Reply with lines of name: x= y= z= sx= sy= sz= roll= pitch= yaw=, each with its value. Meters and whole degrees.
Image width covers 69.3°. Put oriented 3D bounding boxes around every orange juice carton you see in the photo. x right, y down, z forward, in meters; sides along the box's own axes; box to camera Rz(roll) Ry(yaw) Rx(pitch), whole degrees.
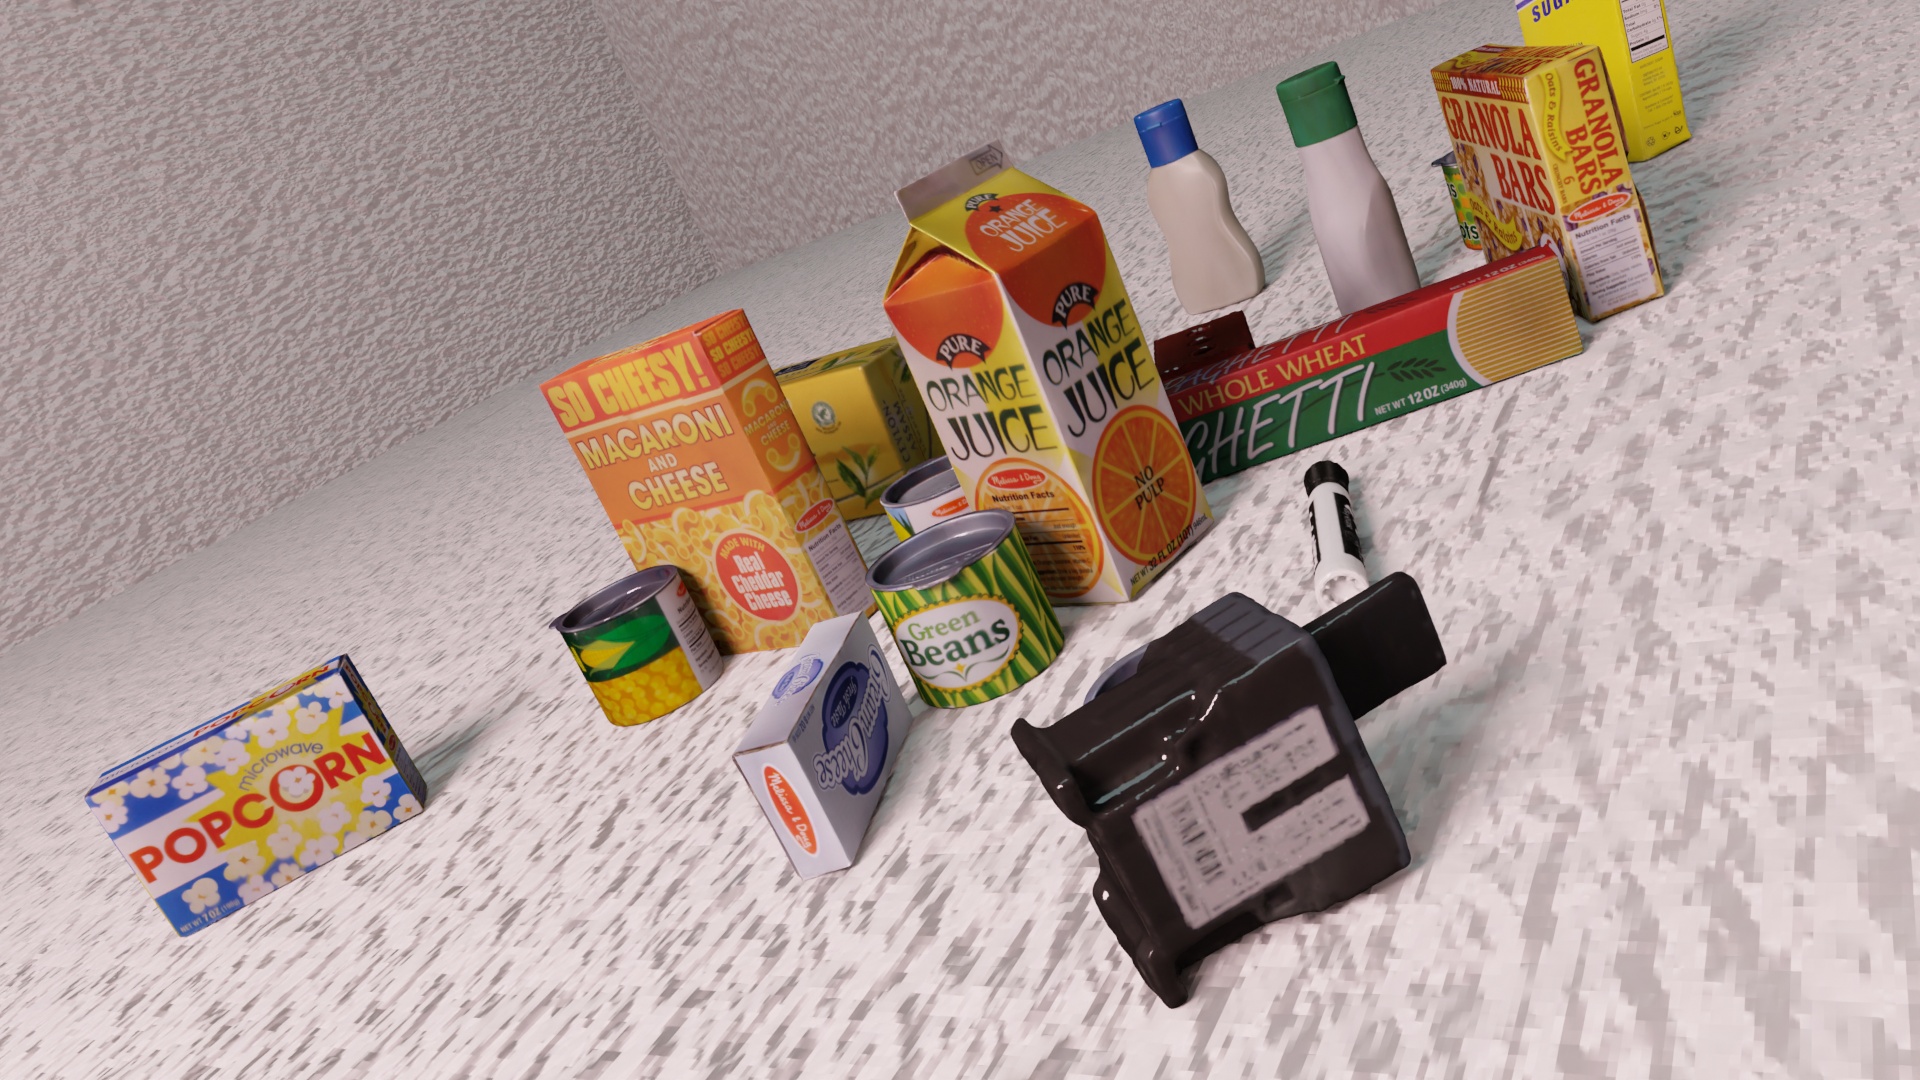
orange juice carton: x=0.032 y=-0.071 z=0.597 sx=0.073 sy=0.192 sz=0.072 roll=-5 pitch=25 yaw=47

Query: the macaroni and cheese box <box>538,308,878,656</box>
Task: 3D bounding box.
macaroni and cheese box: x=-0.127 y=-0.023 z=0.705 sx=0.123 sy=0.166 sz=0.040 roll=-10 pitch=22 yaw=38

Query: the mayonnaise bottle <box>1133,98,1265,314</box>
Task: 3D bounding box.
mayonnaise bottle: x=0.167 y=-0.239 z=0.994 sx=0.064 sy=0.147 sz=0.041 roll=-13 pitch=20 yaw=32

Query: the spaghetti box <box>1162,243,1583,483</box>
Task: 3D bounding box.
spaghetti box: x=0.164 y=-0.072 z=0.668 sx=0.250 sy=0.050 sz=0.029 roll=-19 pitch=17 yaw=14

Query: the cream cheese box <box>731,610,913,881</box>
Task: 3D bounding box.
cream cheese box: x=-0.048 y=0.072 z=0.511 sx=0.024 sy=0.053 sz=0.104 roll=-18 pitch=18 yaw=17

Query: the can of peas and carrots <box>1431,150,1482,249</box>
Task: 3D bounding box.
can of peas and carrots: x=0.337 y=-0.220 z=0.866 sx=0.071 sy=0.058 sz=0.071 roll=-22 pitch=17 yaw=7

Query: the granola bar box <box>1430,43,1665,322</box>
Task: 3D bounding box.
granola bar box: x=0.299 y=-0.191 z=0.719 sx=0.039 sy=0.124 sz=0.166 roll=-21 pitch=17 yaw=10

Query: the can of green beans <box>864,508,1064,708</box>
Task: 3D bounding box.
can of green beans: x=0.002 y=0.028 z=0.570 sx=0.071 sy=0.057 sz=0.071 roll=-22 pitch=17 yaw=7

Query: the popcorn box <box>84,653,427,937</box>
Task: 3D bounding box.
popcorn box: x=-0.344 y=0.125 z=0.686 sx=0.127 sy=0.085 sz=0.038 roll=-28 pitch=17 yaw=-14

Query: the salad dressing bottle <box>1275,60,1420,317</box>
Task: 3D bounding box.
salad dressing bottle: x=0.224 y=-0.201 z=0.807 sx=0.044 sy=0.147 sz=0.064 roll=-8 pitch=23 yaw=42

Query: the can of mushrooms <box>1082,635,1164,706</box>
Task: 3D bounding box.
can of mushrooms: x=0.076 y=0.056 z=0.433 sx=0.071 sy=0.033 sz=0.071 roll=-22 pitch=17 yaw=7

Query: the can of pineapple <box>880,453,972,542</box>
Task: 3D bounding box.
can of pineapple: x=0.002 y=-0.008 z=0.677 sx=0.071 sy=0.057 sz=0.071 roll=-22 pitch=17 yaw=7

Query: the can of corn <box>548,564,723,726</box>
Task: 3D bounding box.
can of corn: x=-0.164 y=0.054 z=0.706 sx=0.071 sy=0.058 sz=0.071 roll=-22 pitch=17 yaw=7
